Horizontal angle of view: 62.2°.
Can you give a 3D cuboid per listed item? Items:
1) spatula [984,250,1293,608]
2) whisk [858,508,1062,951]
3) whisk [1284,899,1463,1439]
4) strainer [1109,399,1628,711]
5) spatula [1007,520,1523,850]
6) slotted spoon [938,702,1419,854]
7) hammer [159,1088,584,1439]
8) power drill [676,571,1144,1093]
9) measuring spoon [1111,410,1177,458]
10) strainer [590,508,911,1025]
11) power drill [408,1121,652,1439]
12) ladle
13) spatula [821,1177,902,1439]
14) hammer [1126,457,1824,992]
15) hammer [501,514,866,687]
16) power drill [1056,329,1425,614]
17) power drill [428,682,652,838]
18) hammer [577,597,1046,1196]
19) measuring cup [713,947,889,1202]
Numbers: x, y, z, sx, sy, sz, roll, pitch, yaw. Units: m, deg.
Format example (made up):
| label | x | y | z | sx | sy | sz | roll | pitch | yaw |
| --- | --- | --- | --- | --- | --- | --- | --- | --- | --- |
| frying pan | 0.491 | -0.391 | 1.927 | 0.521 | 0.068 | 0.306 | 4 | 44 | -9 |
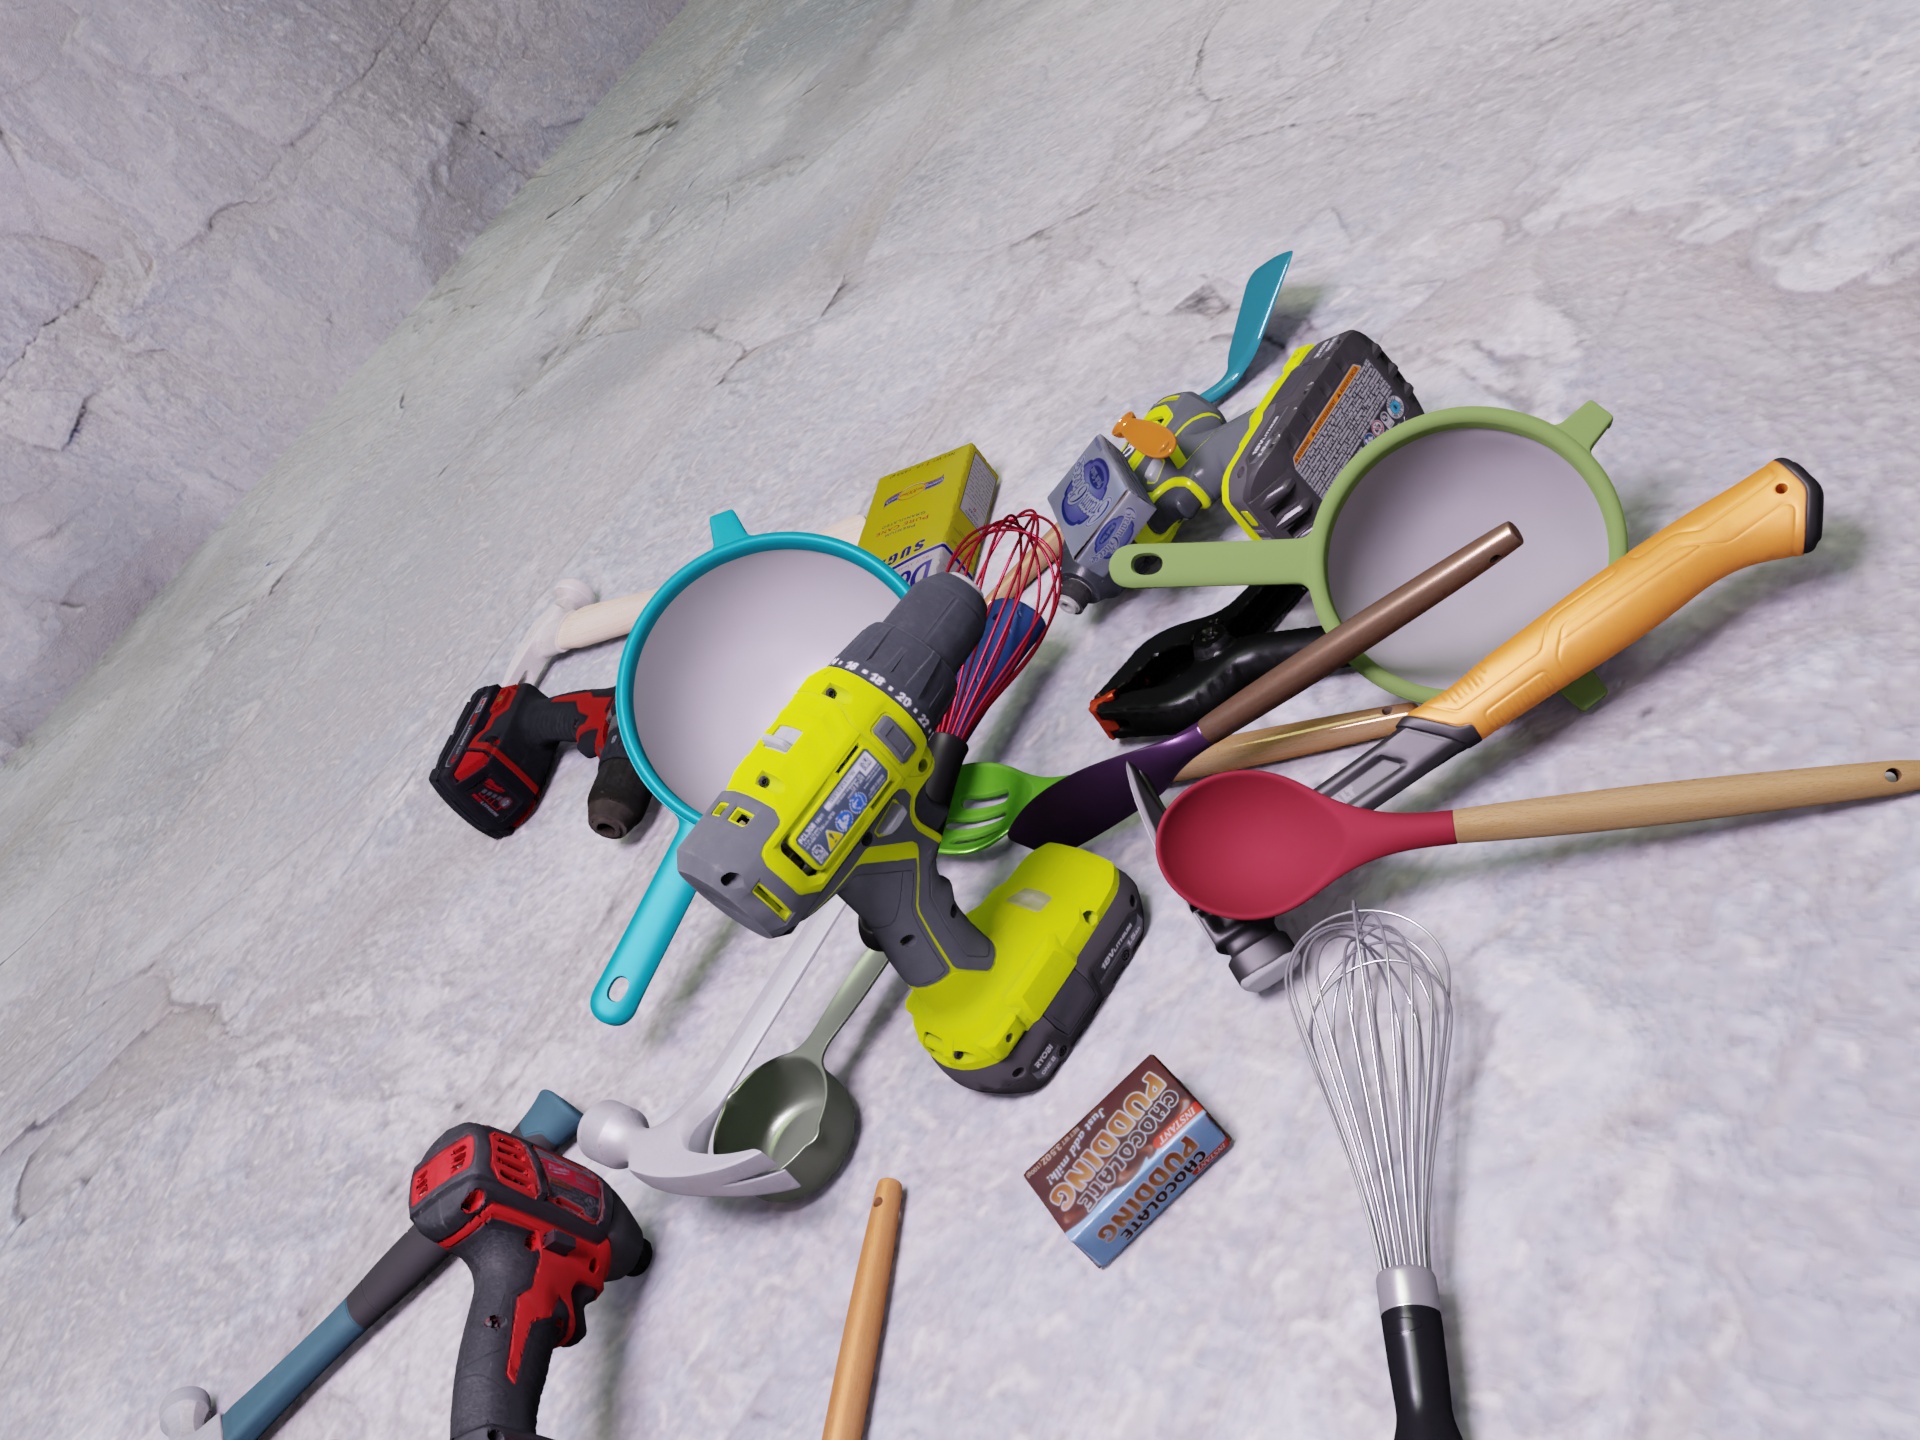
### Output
| label | x | y | z | sx | sy | sz | roll | pitch | yaw |
| --- | --- | --- | --- | --- | --- | --- | --- | --- | --- |
| spatula | 0.123 | -0.196 | 1.106 | 0.317 | 0.044 | 0.082 | -45 | 11 | -3 |
| whisk | -0.001 | -0.003 | 0.896 | 0.073 | 0.073 | 0.296 | -8 | 51 | 39 |
| whisk | 0.169 | 0.192 | 0.619 | 0.070 | 0.070 | 0.285 | -21 | 43 | 27 |
| strainer | 0.208 | -0.077 | 0.825 | 0.256 | 0.069 | 0.151 | 1 | 83 | 24 |
| spatula | 0.143 | -0.008 | 0.803 | 0.316 | 0.059 | 0.018 | -36 | 46 | 32 |
| slotted spoon | 0.103 | 0.030 | 0.887 | 0.314 | 0.031 | 0.070 | -14 | 42 | 31 |
| hammer | -0.358 | 0.350 | 0.971 | 0.331 | 0.033 | 0.128 | -44 | 33 | -5 |
| power drill | -0.007 | 0.059 | 0.778 | 0.080 | 0.228 | 0.190 | 14 | 61 | 51 |
| measuring spoon | 0.117 | -0.175 | 0.991 | 0.021 | 0.011 | 0.117 | -50 | 20 | 8 |
| strainer | -0.140 | 0.045 | 1.035 | 0.211 | 0.095 | 0.340 | 24 | 76 | 10 |
| power drill | -0.201 | 0.312 | 0.776 | 0.078 | 0.143 | 0.220 | -36 | 40 | 15 |
| ladle | 0.241 | 0.042 | 0.688 | 0.315 | 0.031 | 0.069 | -8 | 78 | 21 |
| spatula | -0.063 | 0.342 | 0.685 | 0.081 | 0.041 | 0.323 | -20 | 38 | 29 |
| hammer | 0.239 | -0.015 | 0.741 | 0.337 | 0.034 | 0.127 | -36 | 62 | 12 |
| hammer | -0.233 | -0.096 | 1.349 | 0.411 | 0.038 | 0.146 | -11 | 45 | 36 |
| power drill | 0.154 | -0.141 | 0.960 | 0.171 | 0.080 | 0.223 | -55 | 21 | -21 |
| power drill | -0.307 | 0.028 | 1.250 | 0.227 | 0.080 | 0.188 | -15 | 42 | 29 |
| hammer | -0.056 | 0.087 | 0.905 | 0.144 | 0.035 | 0.406 | 4 | 52 | 44 |
| measuring cup | -0.068 | 0.186 | 0.870 | 0.083 | 0.038 | 0.168 | 6 | 53 | 47 |
